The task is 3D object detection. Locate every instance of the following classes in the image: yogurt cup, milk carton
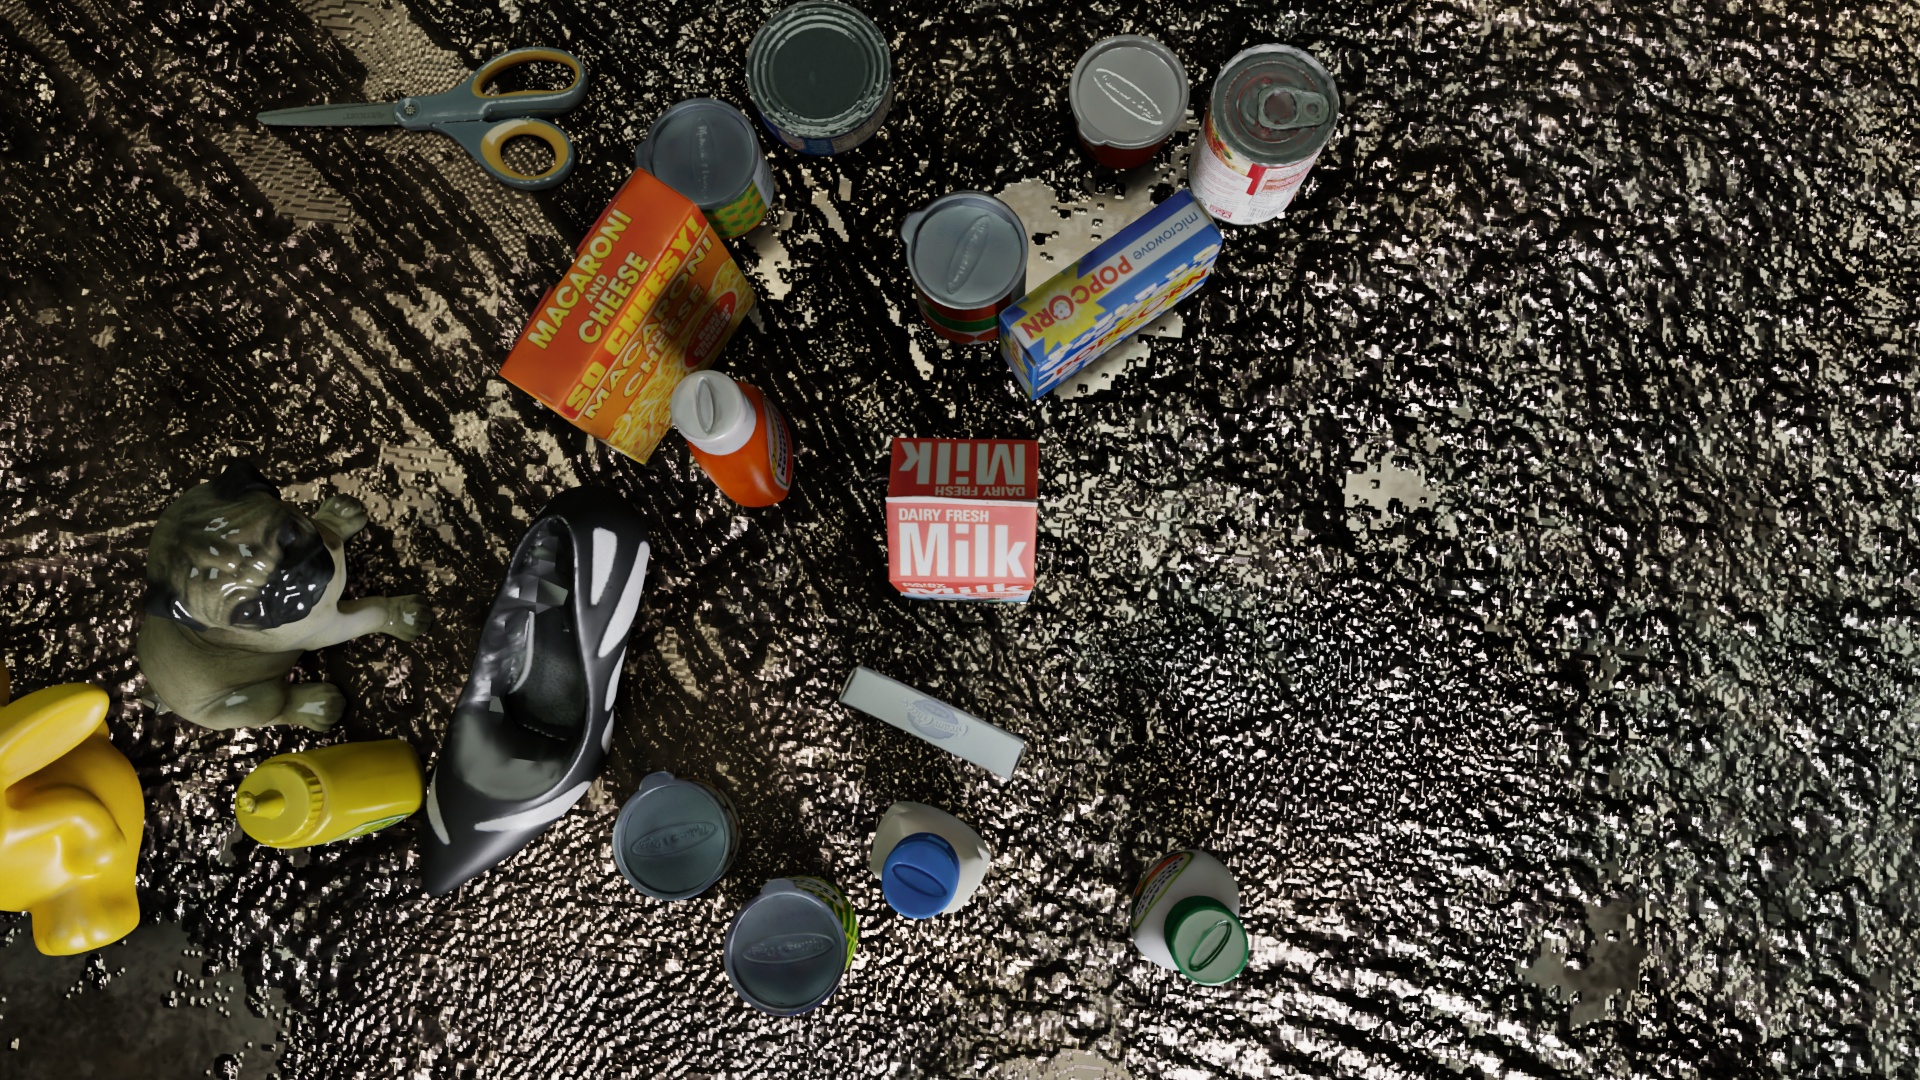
[{"bbox_3d":[0.097,-0.253,0.812,0.072,0.054,0.072,0,84,2],"label":"yogurt cup"},{"bbox_3d":[0.003,-0.009,0.718,0.072,0.190,0.073,1,84,2],"label":"milk carton"}]

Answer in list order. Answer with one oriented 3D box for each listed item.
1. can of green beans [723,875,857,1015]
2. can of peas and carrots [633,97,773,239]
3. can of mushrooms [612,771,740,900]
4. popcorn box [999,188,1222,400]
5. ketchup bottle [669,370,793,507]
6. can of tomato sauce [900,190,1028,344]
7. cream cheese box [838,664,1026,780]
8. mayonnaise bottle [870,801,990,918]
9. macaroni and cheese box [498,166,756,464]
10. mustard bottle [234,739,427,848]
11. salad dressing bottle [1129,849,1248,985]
[{"bbox_3d":[-0.091,0.220,0.761,0.071,0.058,0.071,0,84,2],"label":"can of green beans"},{"bbox_3d":[-0.148,-0.215,0.813,0.071,0.058,0.071,0,84,2],"label":"can of peas and carrots"},{"bbox_3d":[-0.159,0.164,0.781,0.071,0.033,0.071,0,83,2],"label":"can of mushrooms"},{"bbox_3d":[0.083,-0.137,0.783,0.127,0.085,0.038,-35,84,-2],"label":"popcorn box"},{"bbox_3d":[-0.122,-0.058,0.748,0.043,0.148,0.065,-8,84,1],"label":"ketchup bottle"},{"bbox_3d":[0.003,-0.153,0.789,0.071,0.083,0.071,0,84,2],"label":"can of tomato sauce"},{"bbox_3d":[-0.014,0.101,0.775,0.104,0.053,0.024,24,85,4],"label":"cream cheese box"},{"bbox_3d":[-0.018,0.166,0.719,0.065,0.148,0.041,26,85,4],"label":"mayonnaise bottle"},{"bbox_3d":[-0.173,-0.113,0.747,0.040,0.166,0.124,32,86,5],"label":"macaroni and cheese box"},{"bbox_3d":[-0.336,0.134,0.726,0.065,0.160,0.049,-20,84,0],"label":"mustard bottle"},{"bbox_3d":[0.118,0.194,0.712,0.044,0.147,0.064,40,87,5],"label":"salad dressing bottle"}]
